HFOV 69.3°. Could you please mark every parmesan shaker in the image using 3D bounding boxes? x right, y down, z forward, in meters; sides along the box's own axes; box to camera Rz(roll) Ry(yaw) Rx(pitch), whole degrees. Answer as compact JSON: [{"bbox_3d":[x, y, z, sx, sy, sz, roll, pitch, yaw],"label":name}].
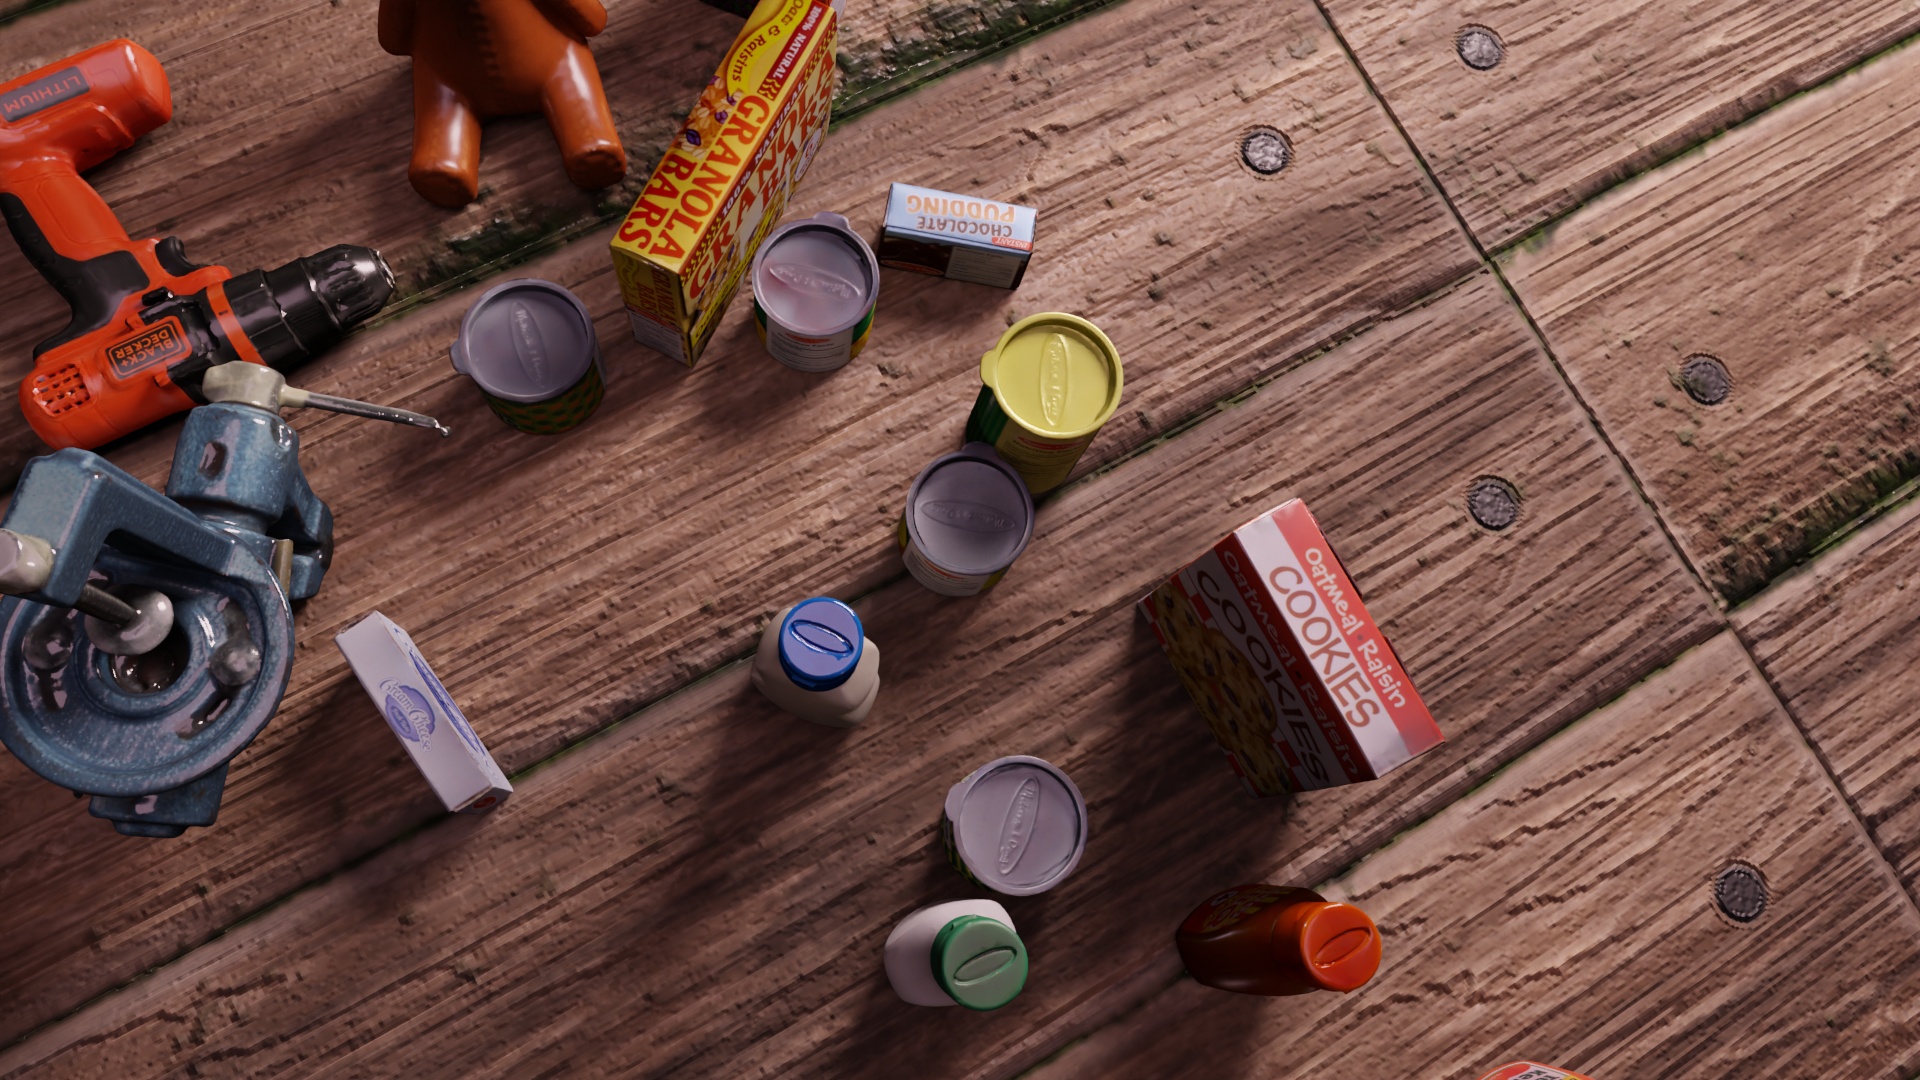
[{"bbox_3d":[0.038,-0.069,0.725,0.071,0.103,0.071,2,76,-7],"label":"parmesan shaker"}]

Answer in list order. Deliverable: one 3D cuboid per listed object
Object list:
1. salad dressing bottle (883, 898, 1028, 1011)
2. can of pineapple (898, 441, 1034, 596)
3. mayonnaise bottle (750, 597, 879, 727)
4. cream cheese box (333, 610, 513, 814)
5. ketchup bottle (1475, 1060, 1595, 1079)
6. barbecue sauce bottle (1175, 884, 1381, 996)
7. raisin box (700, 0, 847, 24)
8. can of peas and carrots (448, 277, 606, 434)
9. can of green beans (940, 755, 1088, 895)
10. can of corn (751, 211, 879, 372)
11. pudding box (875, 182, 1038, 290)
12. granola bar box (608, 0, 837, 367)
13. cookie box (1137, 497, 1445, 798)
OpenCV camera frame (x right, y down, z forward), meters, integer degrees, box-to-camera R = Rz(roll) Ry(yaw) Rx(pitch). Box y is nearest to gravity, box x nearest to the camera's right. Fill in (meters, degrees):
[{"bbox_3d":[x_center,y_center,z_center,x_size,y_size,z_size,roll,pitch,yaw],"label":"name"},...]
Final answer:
[{"bbox_3d":[0.000,0.188,0.632,0.064,0.147,0.044,-21,80,-12],"label":"salad dressing bottle"},{"bbox_3d":[0.003,-0.009,0.728,0.071,0.057,0.071,2,76,-7],"label":"can of pineapple"},{"bbox_3d":[-0.067,0.058,0.655,0.065,0.147,0.041,24,75,-2],"label":"mayonnaise bottle"},{"bbox_3d":[-0.259,0.085,0.671,0.024,0.053,0.104,-35,83,-14],"label":"cream cheese box"},{"bbox_3d":[0.288,0.280,0.647,0.065,0.148,0.043,-29,82,-13],"label":"ketchup bottle"},{"bbox_3d":[0.151,0.188,0.652,0.065,0.148,0.044,-25,81,-13],"label":"barbecue sauce bottle"},{"bbox_3d":[-0.105,-0.332,0.761,0.086,0.123,0.040,22,75,-2],"label":"raisin box"},{"bbox_3d":[-0.222,-0.093,0.718,0.071,0.058,0.071,2,76,-7],"label":"can of peas and carrots"},{"bbox_3d":[0.025,0.143,0.693,0.071,0.057,0.071,2,76,-7],"label":"can of green beans"},{"bbox_3d":[-0.078,-0.133,0.748,0.071,0.058,0.071,2,76,-7],"label":"can of corn"},{"bbox_3d":[-0.003,-0.168,0.772,0.084,0.049,0.030,9,75,-5],"label":"pudding box"},{"bbox_3d":[-0.119,-0.185,0.722,0.039,0.124,0.166,26,74,-1],"label":"granola bar box"},{"bbox_3d":[0.153,0.059,0.675,0.040,0.167,0.123,-27,81,-13],"label":"cookie box"}]
